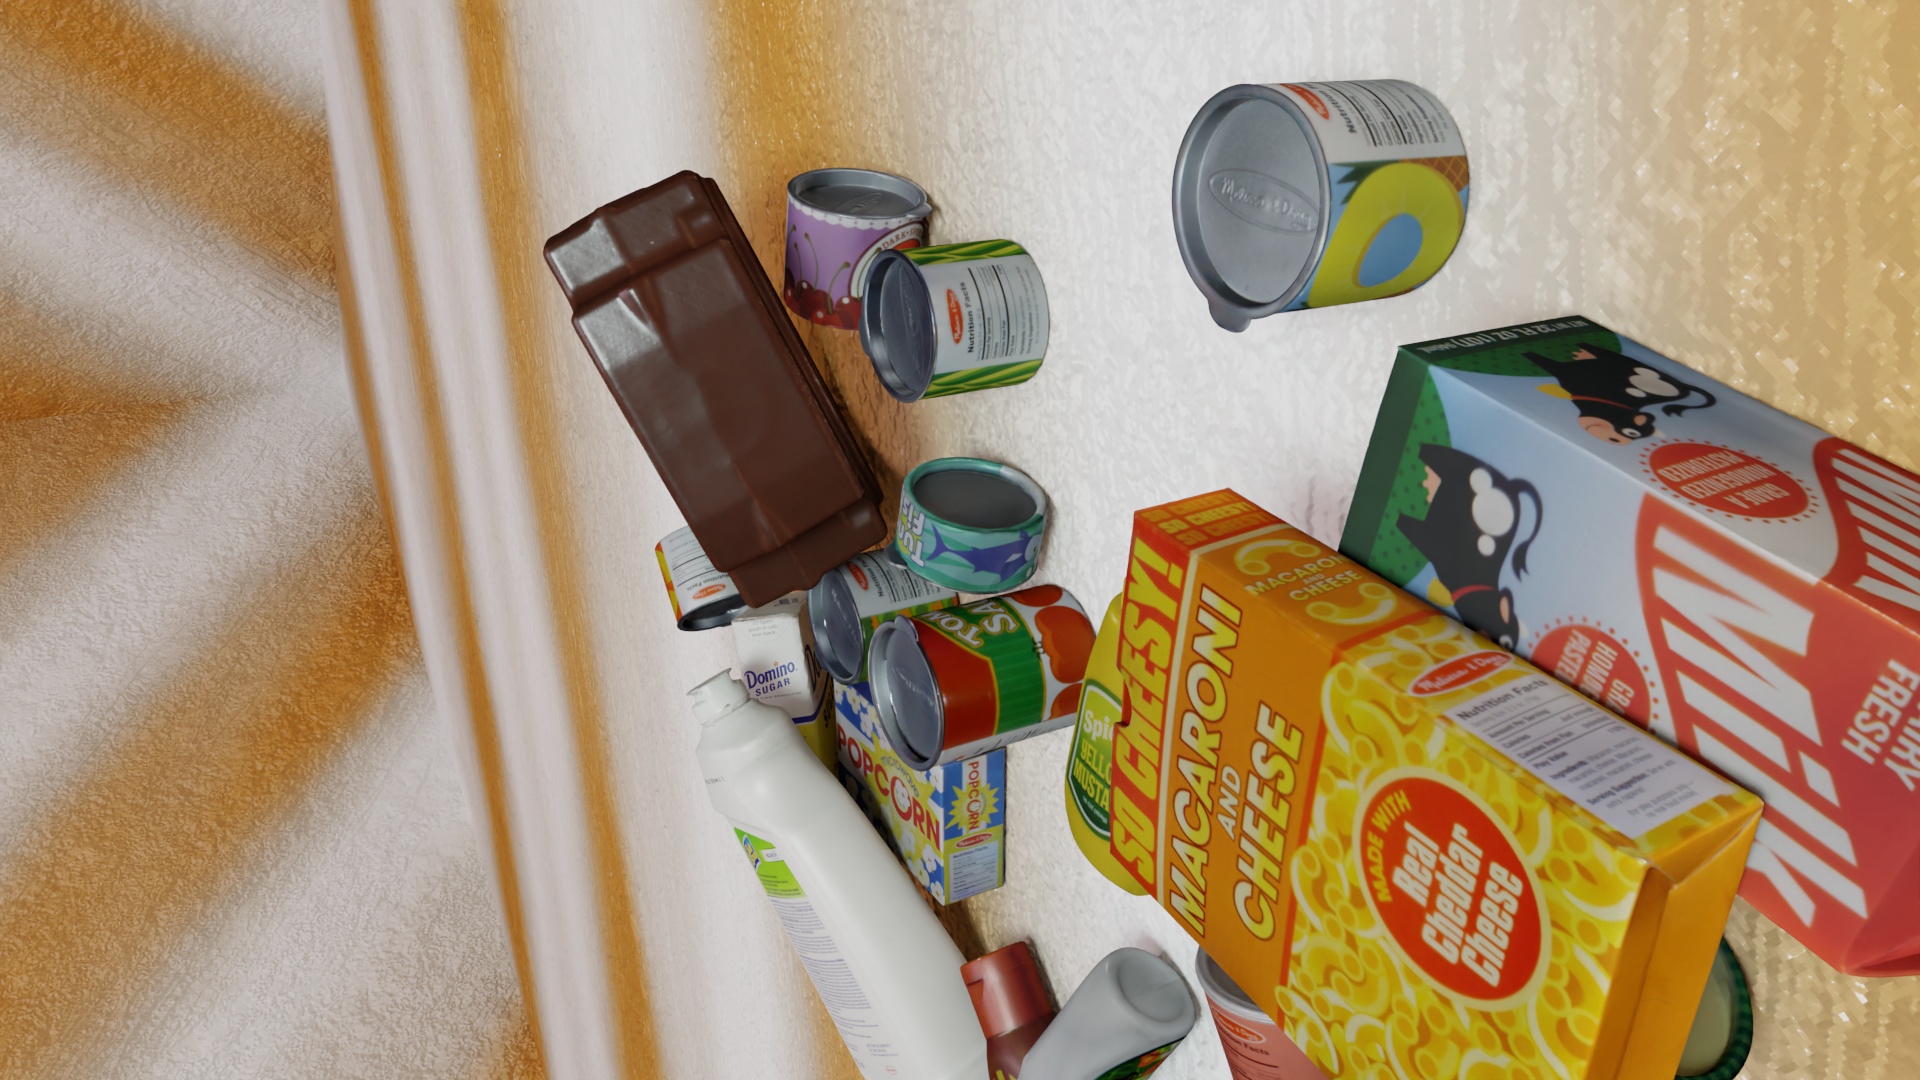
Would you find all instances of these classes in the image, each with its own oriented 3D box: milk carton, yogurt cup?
[{"bbox_3d":[0.179,0.022,0.307,0.191,0.072,0.073,45,138,45],"label":"milk carton"},{"bbox_3d":[0.119,0.164,0.481,0.072,0.072,0.053,19,125,58],"label":"yogurt cup"}]

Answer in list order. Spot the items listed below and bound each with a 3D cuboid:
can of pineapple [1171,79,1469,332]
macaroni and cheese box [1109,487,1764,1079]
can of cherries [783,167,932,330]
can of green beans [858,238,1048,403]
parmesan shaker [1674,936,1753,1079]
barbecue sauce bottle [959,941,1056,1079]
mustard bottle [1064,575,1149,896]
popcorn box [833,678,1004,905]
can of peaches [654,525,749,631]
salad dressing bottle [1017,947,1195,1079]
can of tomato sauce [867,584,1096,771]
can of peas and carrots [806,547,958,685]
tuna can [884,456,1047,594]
[{"bbox_3d":[0.105,-0.100,0.411,0.071,0.058,0.070,31,127,54],"label":"can of pineapple"},{"bbox_3d":[0.101,0.075,0.356,0.167,0.040,0.123,39,136,50],"label":"macaroni and cheese box"},{"bbox_3d":[-0.050,-0.140,0.668,0.072,0.072,0.058,46,139,44],"label":"can of cherries"},{"bbox_3d":[-0.003,-0.097,0.606,0.071,0.058,0.071,31,127,53],"label":"can of green beans"},{"bbox_3d":[0.160,0.140,0.391,0.071,0.071,0.102,62,147,27],"label":"parmesan shaker"},{"bbox_3d":[0.043,0.274,0.679,0.064,0.044,0.149,-43,62,47],"label":"barbecue sauce bottle"},{"bbox_3d":[0.076,0.058,0.532,0.065,0.049,0.159,37,132,48],"label":"mustard bottle"},{"bbox_3d":[-0.025,0.125,0.750,0.127,0.038,0.085,32,128,53],"label":"popcorn box"},{"bbox_3d":[-0.168,0.024,0.945,0.071,0.071,0.058,-45,61,57],"label":"can of peaches"},{"bbox_3d":[0.047,0.243,0.612,0.044,0.064,0.147,49,124,33],"label":"salad dressing bottle"},{"bbox_3d":[0.011,0.057,0.613,0.071,0.083,0.071,31,126,54],"label":"can of tomato sauce"},{"bbox_3d":[-0.041,0.039,0.727,0.071,0.059,0.070,33,129,53],"label":"can of peas and carrots"},{"bbox_3d":[0.002,-0.008,0.618,0.071,0.071,0.032,47,138,44],"label":"tuna can"}]
